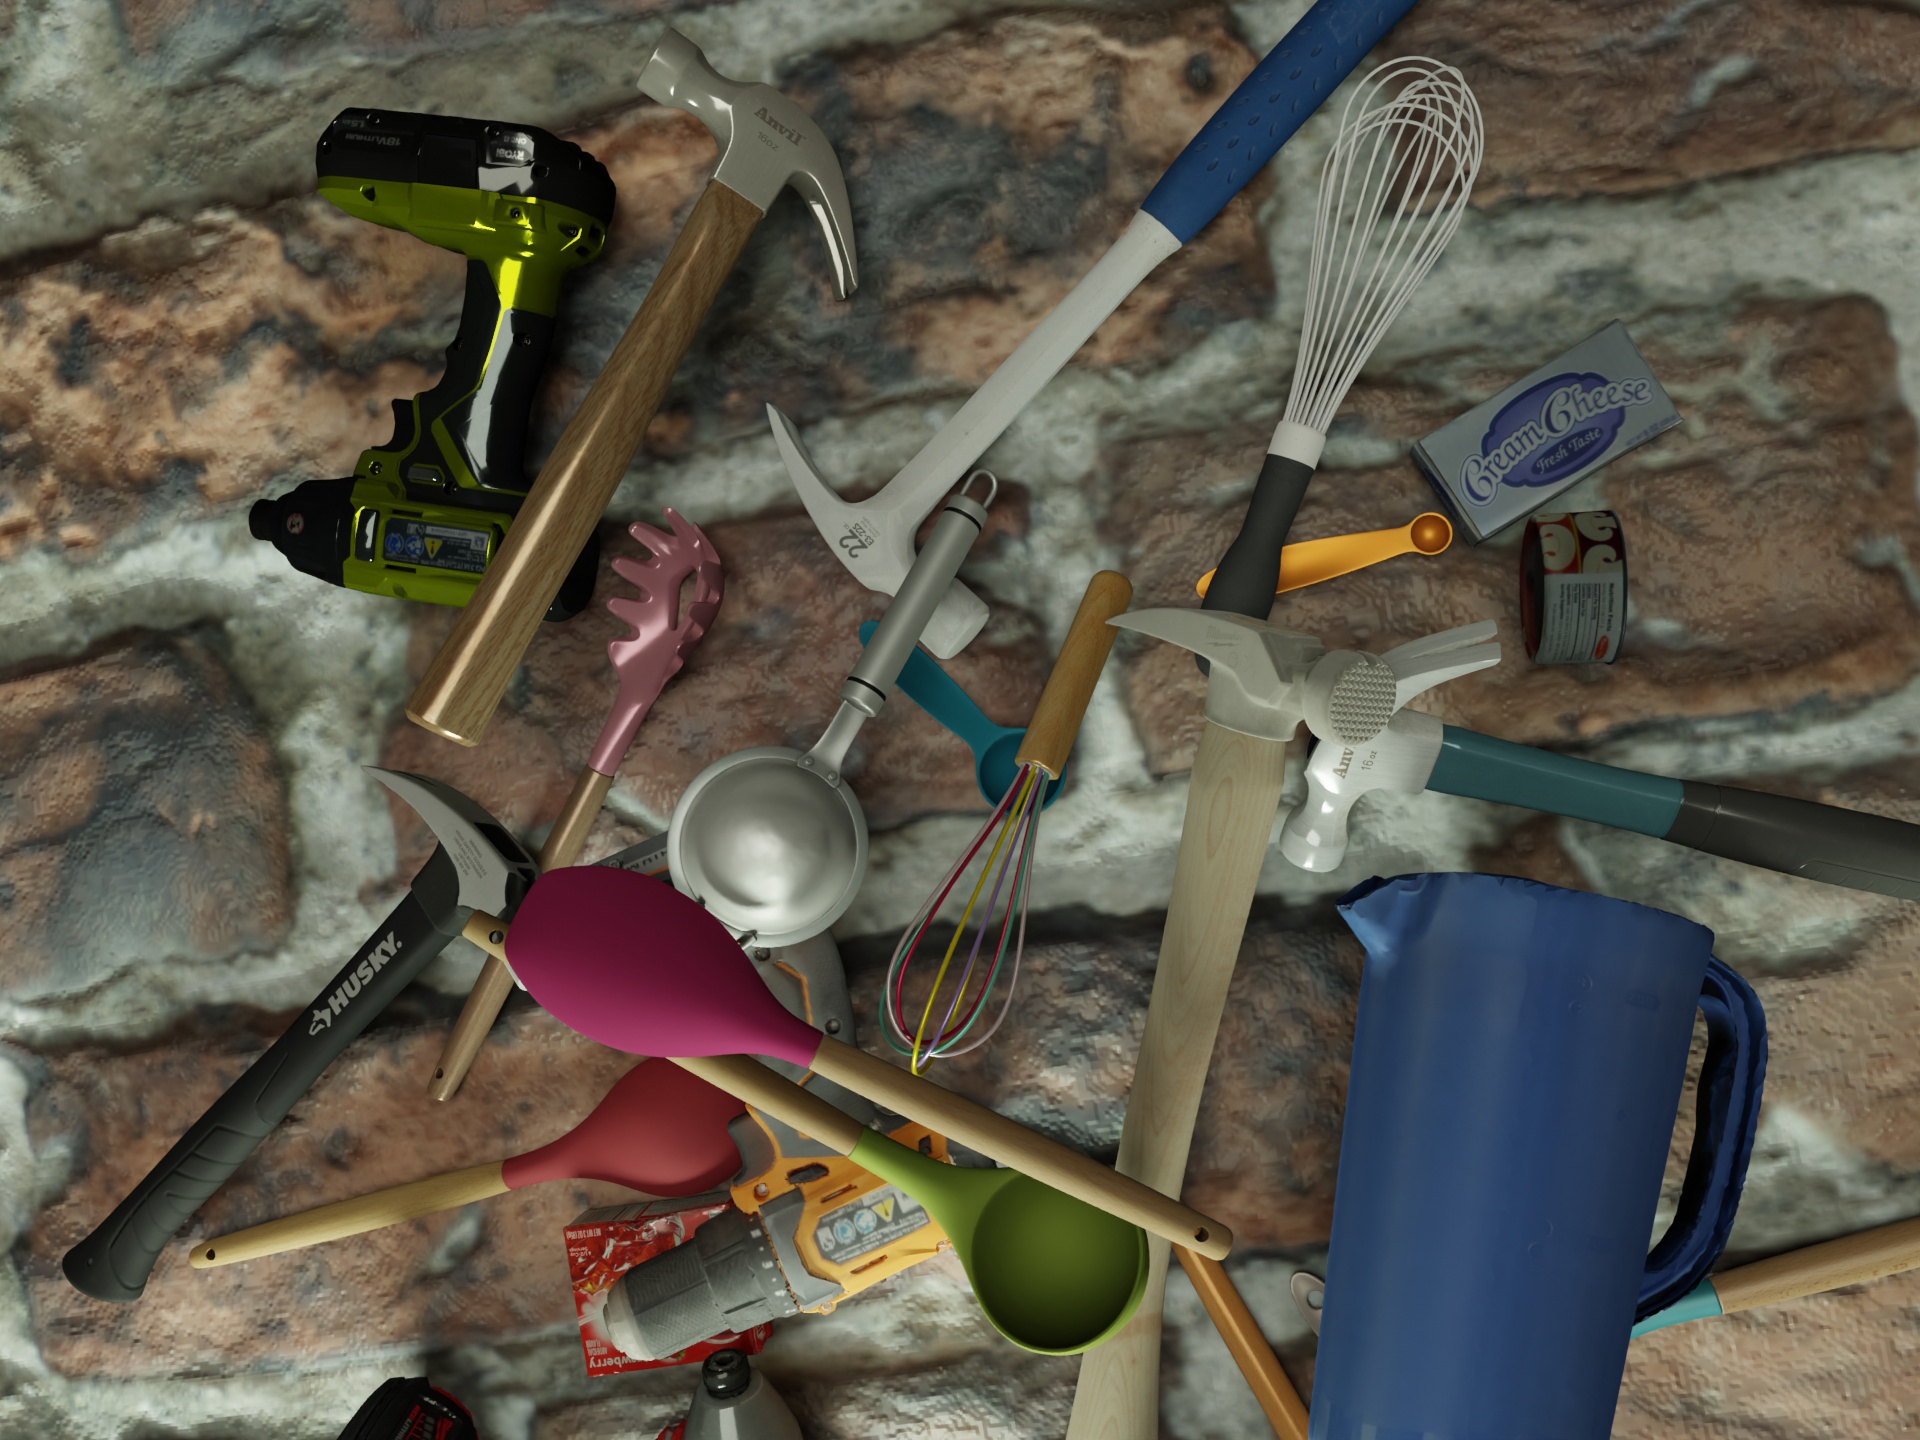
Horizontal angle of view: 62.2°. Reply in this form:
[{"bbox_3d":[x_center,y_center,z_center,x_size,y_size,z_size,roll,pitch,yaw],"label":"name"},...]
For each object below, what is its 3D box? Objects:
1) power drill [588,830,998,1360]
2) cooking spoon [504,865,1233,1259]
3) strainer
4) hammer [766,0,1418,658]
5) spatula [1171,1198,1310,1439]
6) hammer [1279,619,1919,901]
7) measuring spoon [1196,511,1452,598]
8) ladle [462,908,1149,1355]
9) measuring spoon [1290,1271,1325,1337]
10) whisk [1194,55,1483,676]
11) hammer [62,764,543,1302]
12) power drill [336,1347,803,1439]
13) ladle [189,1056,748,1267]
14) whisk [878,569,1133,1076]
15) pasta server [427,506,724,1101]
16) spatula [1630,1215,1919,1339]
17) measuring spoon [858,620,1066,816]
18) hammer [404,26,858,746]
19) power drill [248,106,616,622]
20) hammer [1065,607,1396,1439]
[{"bbox_3d":[-0.103,0.161,0.721,0.185,0.084,0.226,-24,88,-7],"label":"power drill"},{"bbox_3d":[-0.035,0.144,0.644,0.319,0.017,0.069,26,79,-1],"label":"cooking spoon"},{"bbox_3d":[-0.047,-0.004,0.685,0.086,0.050,0.258,32,75,-13],"label":"strainer"},{"bbox_3d":[0.080,-0.223,0.731,0.144,0.035,0.405,44,96,7],"label":"hammer"},{"bbox_3d":[0.170,0.348,0.706,0.081,0.041,0.323,-29,83,-8],"label":"spatula"},{"bbox_3d":[0.313,0.041,0.673,0.331,0.033,0.128,13,124,5],"label":"hammer"},{"bbox_3d":[0.166,-0.073,0.729,0.117,0.011,0.021,-13,81,13],"label":"measuring spoon"},{"bbox_3d":[-0.065,0.162,0.660,0.320,0.062,0.078,31,75,-4],"label":"ladle"},{"bbox_3d":[0.194,0.299,0.718,0.034,0.018,0.124,-44,76,7],"label":"measuring spoon"},{"bbox_3d":[0.159,-0.153,0.704,0.070,0.070,0.284,21,96,9],"label":"whisk"},{"bbox_3d":[-0.336,0.168,0.789,0.334,0.035,0.146,-45,67,11],"label":"hammer"},{"bbox_3d":[-0.176,0.363,0.738,0.219,0.078,0.143,-6,103,7],"label":"power drill"},{"bbox_3d":[-0.246,0.229,0.788,0.315,0.031,0.069,-18,83,11],"label":"ladle"},{"bbox_3d":[0.025,0.042,0.709,0.051,0.047,0.245,8,68,43],"label":"whisk"},{"bbox_3d":[-0.193,0.047,0.774,0.060,0.040,0.316,31,97,34],"label":"pasta server"},{"bbox_3d":[0.349,0.241,0.675,0.317,0.044,0.082,-19,76,8],"label":"spatula"},{"bbox_3d":[-0.001,-0.002,0.755,0.042,0.021,0.129,-45,73,-6],"label":"measuring spoon"},{"bbox_3d":[-0.154,-0.139,0.725,0.130,0.031,0.331,29,84,-19],"label":"hammer"},{"bbox_3d":[-0.254,-0.169,0.769,0.171,0.080,0.223,9,94,9],"label":"power drill"},{"bbox_3d":[0.086,0.156,0.699,0.038,0.146,0.410,2,103,-34],"label":"hammer"}]
